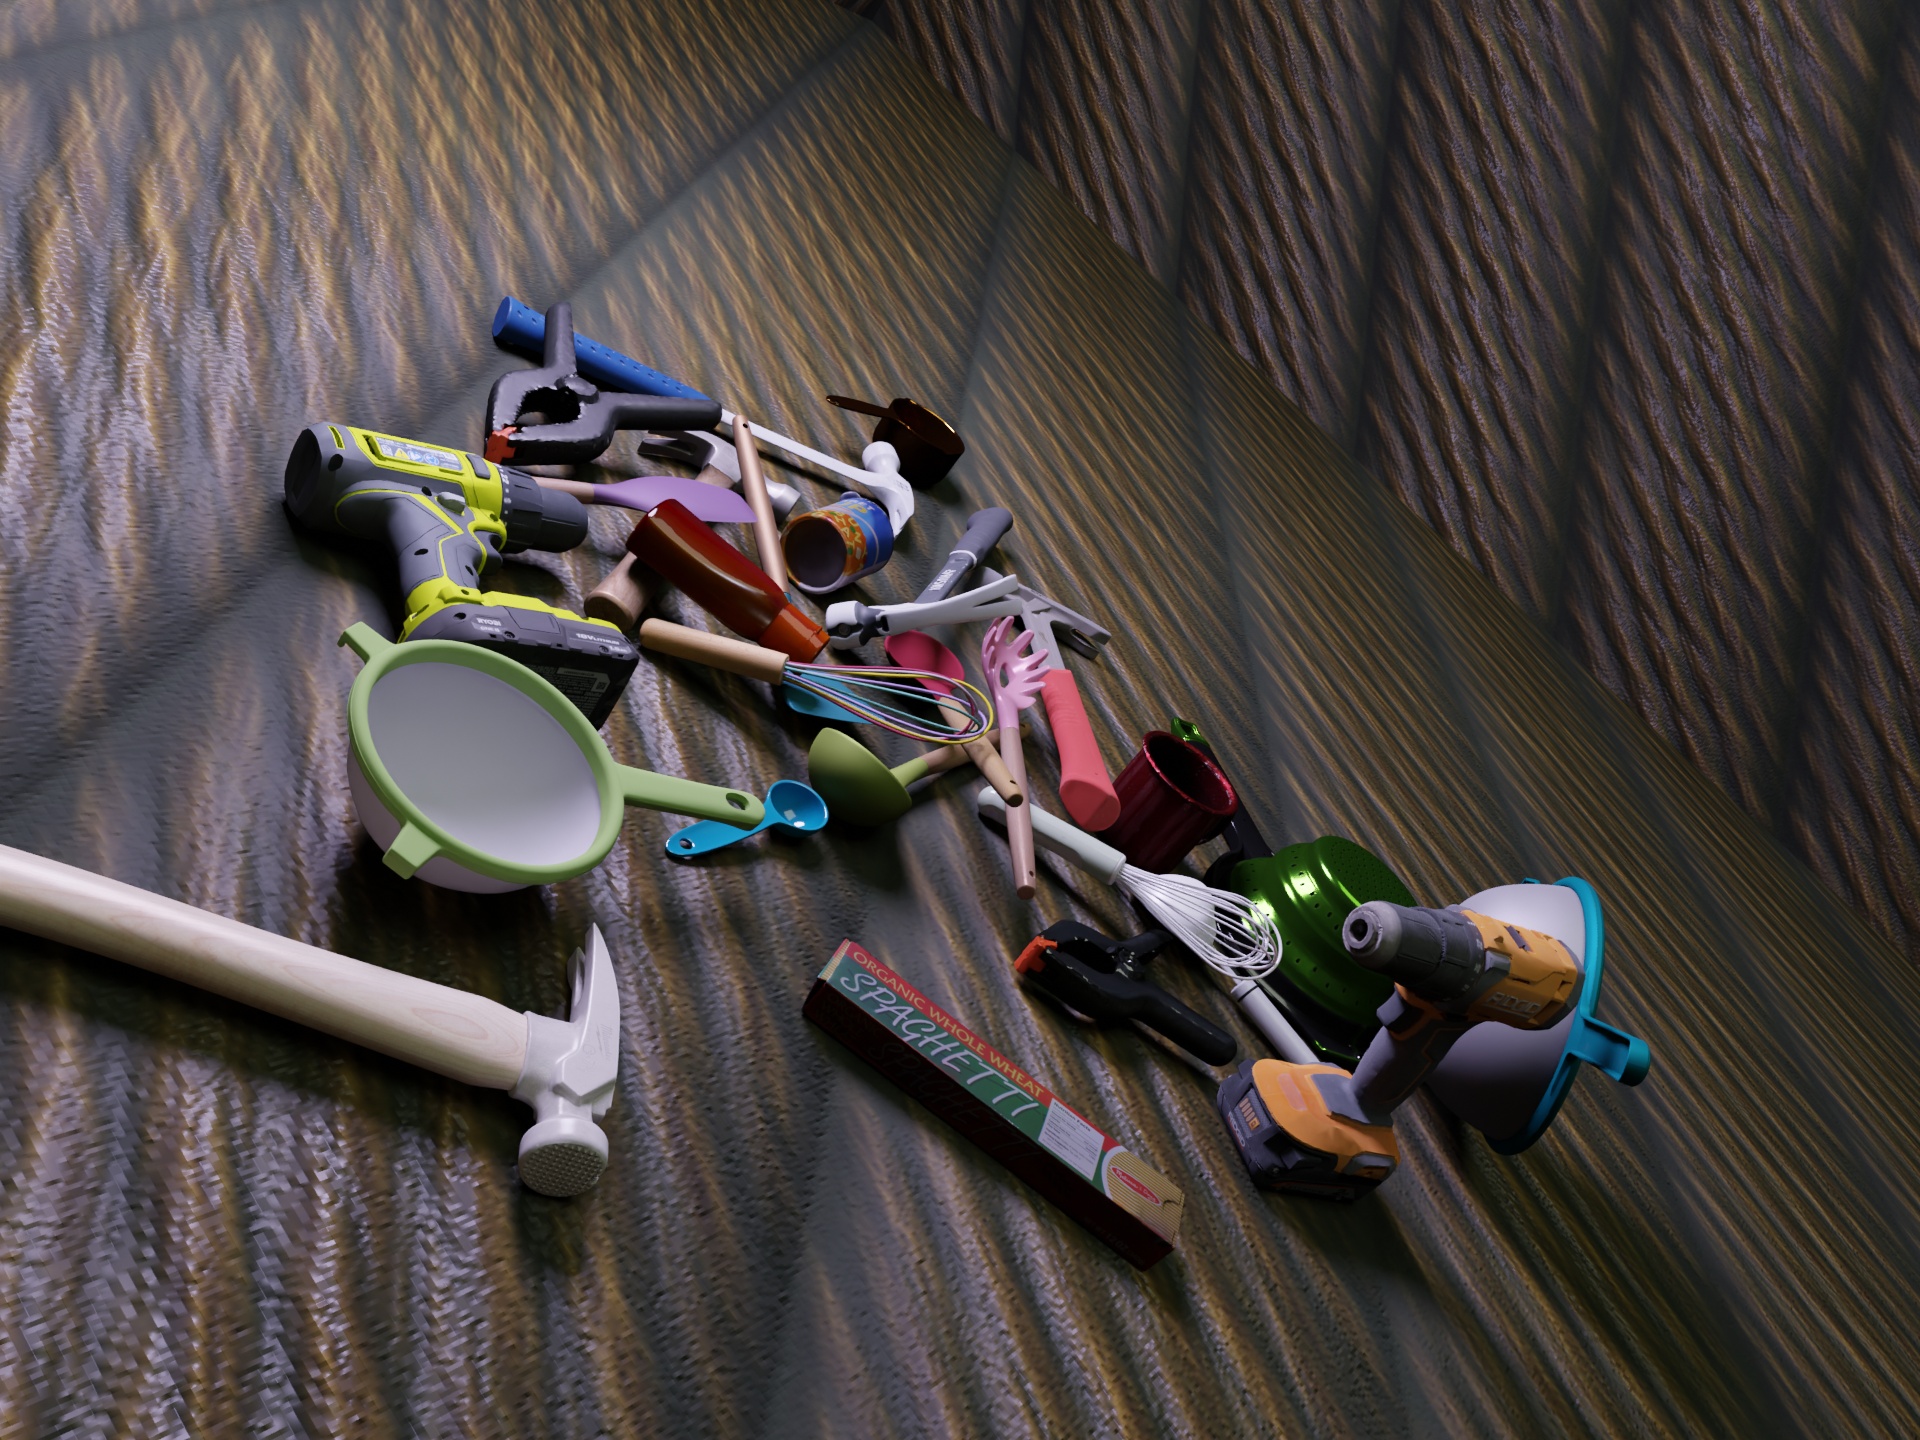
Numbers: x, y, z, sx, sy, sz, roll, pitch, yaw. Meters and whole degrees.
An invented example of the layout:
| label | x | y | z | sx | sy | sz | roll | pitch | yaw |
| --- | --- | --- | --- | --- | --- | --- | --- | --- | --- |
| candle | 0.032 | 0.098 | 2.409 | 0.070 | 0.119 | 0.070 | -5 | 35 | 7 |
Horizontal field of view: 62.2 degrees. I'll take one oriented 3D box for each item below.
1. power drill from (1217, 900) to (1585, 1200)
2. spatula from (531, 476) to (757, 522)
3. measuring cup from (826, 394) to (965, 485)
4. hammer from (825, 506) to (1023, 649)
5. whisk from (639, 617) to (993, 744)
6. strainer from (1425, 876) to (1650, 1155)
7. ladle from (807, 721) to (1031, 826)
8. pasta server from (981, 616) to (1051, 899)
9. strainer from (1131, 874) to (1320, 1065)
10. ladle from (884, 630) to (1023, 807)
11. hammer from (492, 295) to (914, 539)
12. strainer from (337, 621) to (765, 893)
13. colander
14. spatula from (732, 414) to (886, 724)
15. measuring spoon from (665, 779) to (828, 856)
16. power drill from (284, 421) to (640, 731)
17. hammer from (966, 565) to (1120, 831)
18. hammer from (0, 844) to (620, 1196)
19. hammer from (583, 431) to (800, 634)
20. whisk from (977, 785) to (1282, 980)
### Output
| label | x | y | z | sx | sy | sz | roll | pitch | yaw |
| --- | --- | --- | --- | --- | --- | --- | --- | --- | --- |
| power drill | 0.261 | 0.203 | 1.007 | 0.185 | 0.226 | 0.084 | 19 | 32 | -33 |
| spatula | -0.282 | -0.161 | 1.105 | 0.315 | 0.018 | 0.060 | -2 | 40 | -41 |
| measuring cup | -0.075 | -0.280 | 1.568 | 0.173 | 0.052 | 0.095 | 7 | 40 | -44 |
| hammer | 0.003 | -0.138 | 1.390 | 0.409 | 0.149 | 0.036 | -60 | 140 | -70 |
| whisk | -0.096 | -0.030 | 1.070 | 0.245 | 0.047 | 0.051 | 15 | -6 | 4 |
| strainer | 0.383 | 0.203 | 1.115 | 0.095 | 0.211 | 0.340 | 17 | -1 | 6 |
| ladle | -0.012 | 0.020 | 1.159 | 0.078 | 0.062 | 0.320 | 36 | 22 | 17 |
| pasta server | 0.043 | 0.021 | 1.180 | 0.060 | 0.040 | 0.316 | 34 | 26 | -22 |
| strainer | 0.206 | 0.192 | 1.176 | 0.259 | 0.050 | 0.086 | 51 | 14 | 19 |
| ladle | -0.002 | -0.004 | 1.149 | 0.069 | 0.031 | 0.316 | 16 | 15 | -20 |
| hammer | -0.209 | -0.265 | 1.391 | 0.405 | 0.035 | 0.144 | 20 | 31 | -32 |
| strainer | -0.218 | 0.045 | 0.847 | 0.256 | 0.069 | 0.152 | 16 | 39 | -47 |
| colander | 0.280 | 0.107 | 1.337 | 0.204 | 0.094 | 0.398 | 19 | 32 | -34 |
| spatula | -0.134 | -0.119 | 1.202 | 0.082 | 0.044 | 0.318 | 9 | 51 | -37 |
| measuring spoon | -0.134 | 0.068 | 0.977 | 0.128 | 0.021 | 0.042 | -17 | 59 | -49 |
| power drill | -0.285 | -0.086 | 0.964 | 0.190 | 0.080 | 0.229 | 7 | 36 | -44 |
| hammer | 0.092 | -0.016 | 1.341 | 0.149 | 0.036 | 0.359 | 27 | 23 | -21 |
| hammer | -0.337 | 0.084 | 0.669 | 0.410 | 0.038 | 0.146 | 25 | 28 | -25 |
| hammer | -0.215 | -0.146 | 1.197 | 0.130 | 0.031 | 0.331 | 34 | 27 | -9 |
| whisk | 0.119 | 0.113 | 1.147 | 0.246 | 0.057 | 0.059 | 29 | 60 | 12 |
